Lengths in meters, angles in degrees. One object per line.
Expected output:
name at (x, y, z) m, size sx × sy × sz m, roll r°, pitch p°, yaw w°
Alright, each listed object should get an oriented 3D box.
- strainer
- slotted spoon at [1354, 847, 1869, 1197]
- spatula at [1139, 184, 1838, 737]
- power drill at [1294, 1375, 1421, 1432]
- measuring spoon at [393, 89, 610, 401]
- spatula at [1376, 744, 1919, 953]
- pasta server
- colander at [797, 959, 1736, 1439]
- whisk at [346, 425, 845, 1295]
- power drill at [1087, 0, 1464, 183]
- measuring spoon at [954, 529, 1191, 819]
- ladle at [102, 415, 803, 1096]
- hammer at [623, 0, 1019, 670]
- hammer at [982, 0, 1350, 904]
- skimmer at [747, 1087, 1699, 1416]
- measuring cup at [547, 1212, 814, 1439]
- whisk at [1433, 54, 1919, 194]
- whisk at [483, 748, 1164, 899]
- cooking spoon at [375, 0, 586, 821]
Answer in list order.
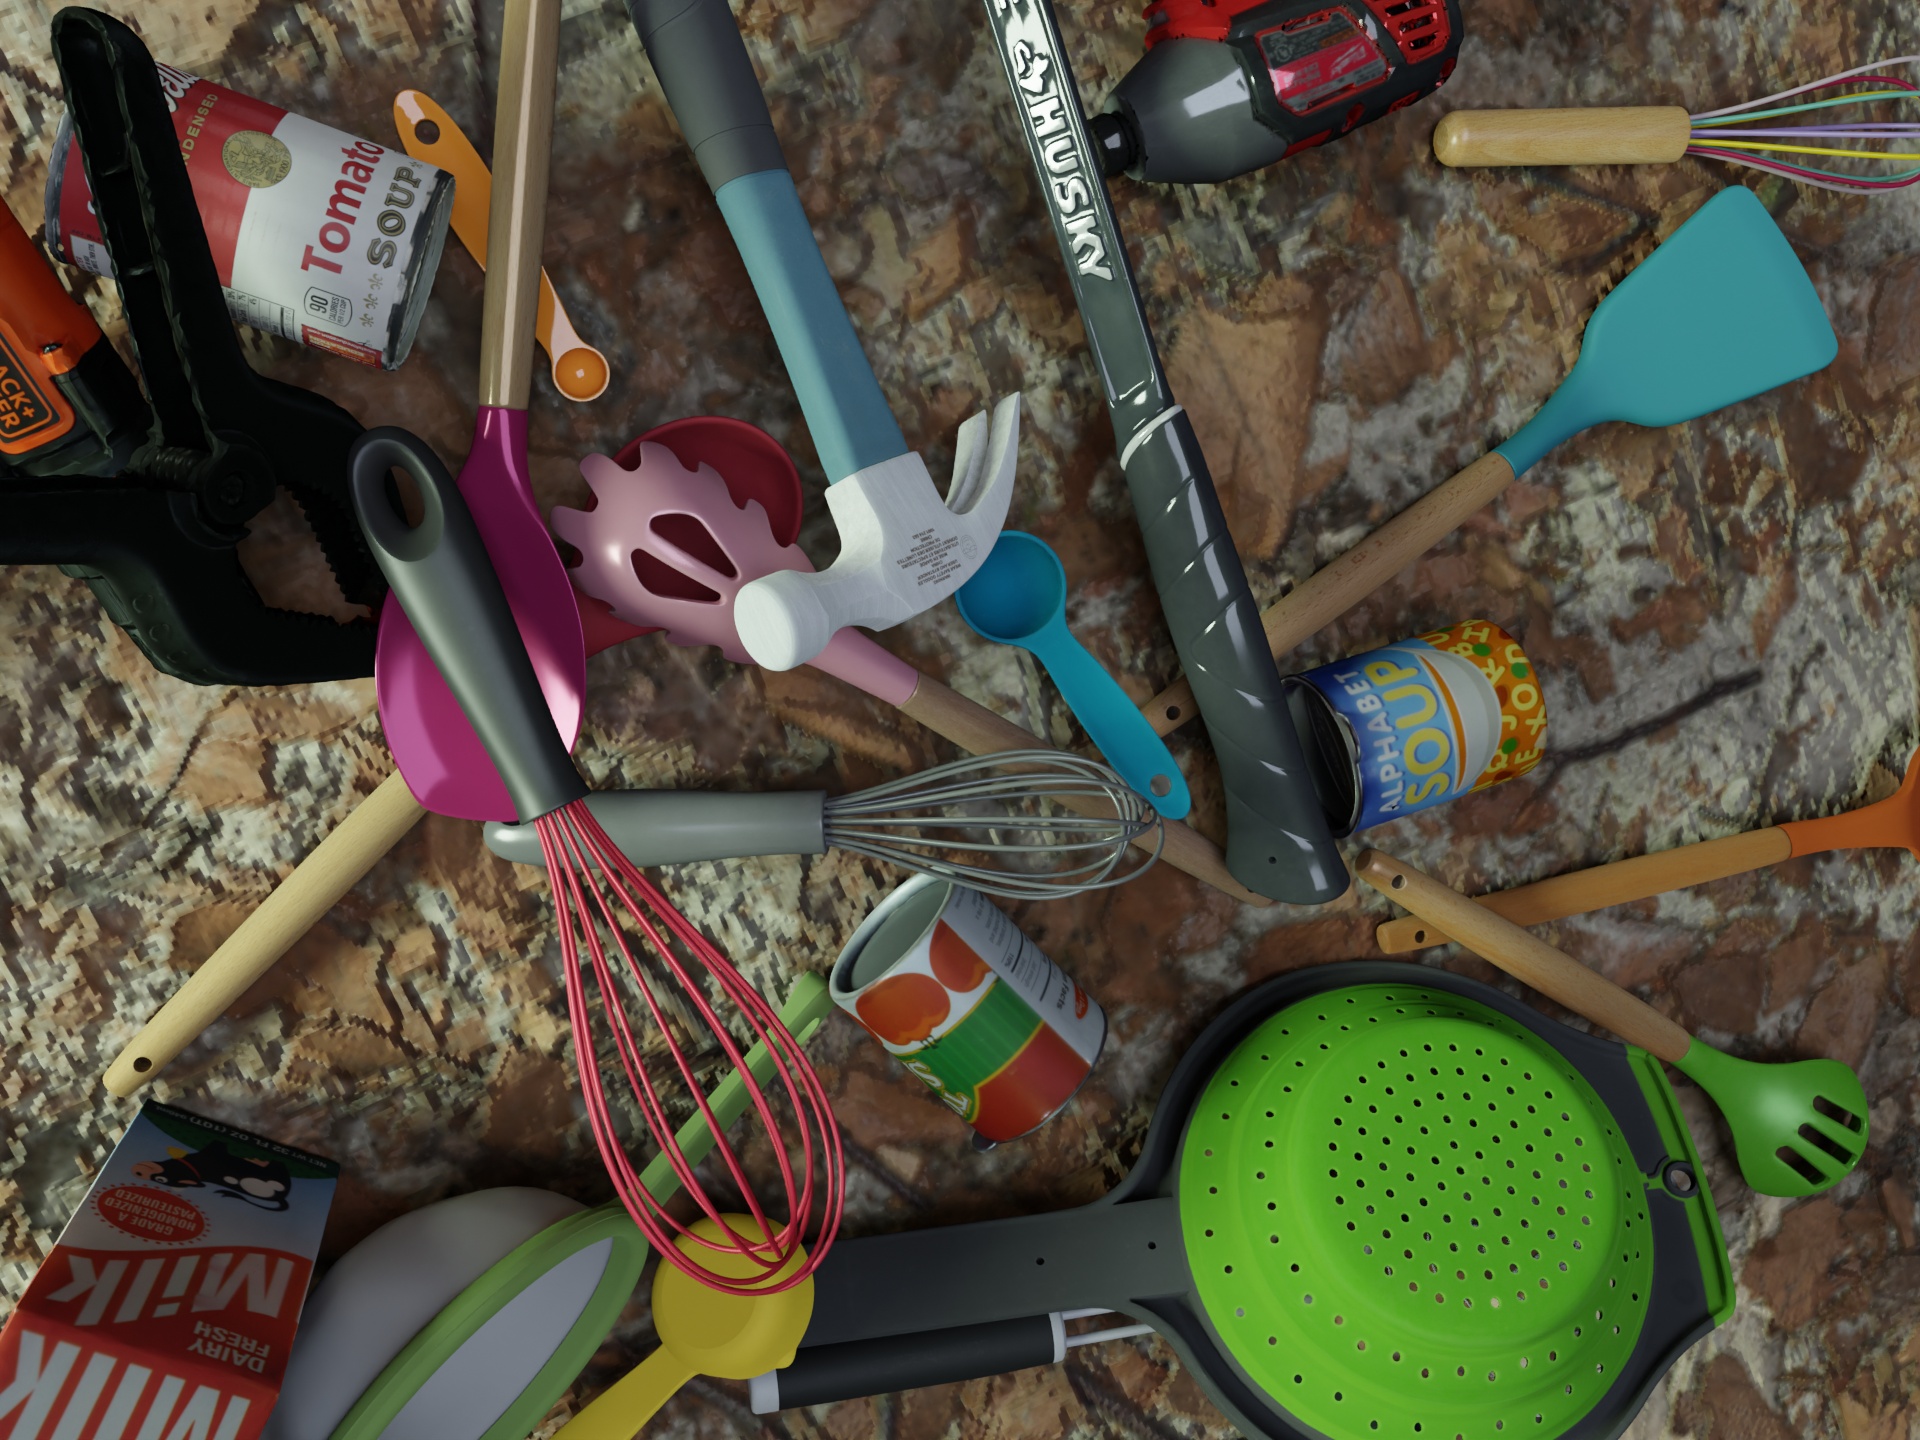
strainer at (-0.148, 0.171, 0.553) m, size 0.069 × 0.151 × 0.256 m, roll 35°, pitch 65°, yaw 17°
slotted spoon at (0.285, 0.130, 0.675) m, size 0.313 × 0.031 × 0.070 m, roll 30°, pitch 95°, yaw -19°
spatula at (0.198, -0.088, 0.626) m, size 0.317 × 0.044 × 0.082 m, roll -36°, pitch 100°, yaw -6°
power drill at (0.085, 0.378, 0.642) m, size 0.228 × 0.080 × 0.190 m, roll -5°, pitch 99°, yaw -17°
measuring spoon at (-0.156, -0.161, 0.542) m, size 0.021 × 0.011 × 0.117 m, roll -33°, pitch 101°, yaw -6°
spatula at (0.329, 0.057, 0.692) m, size 0.322 × 0.041 × 0.081 m, roll -12°, pitch 100°, yaw -9°
pasta server at (-0.001, -0.002, 0.578) m, size 0.316 × 0.040 × 0.060 m, roll 30°, pitch 95°, yaw -27°
colander at (0.088, 0.182, 0.571) m, size 0.397 × 0.094 × 0.205 m, roll -7°, pitch 63°, yaw -2°
whisk at (-0.116, 0.044, 0.494) m, size 0.073 × 0.073 × 0.296 m, roll -26°, pitch 93°, yaw -10°
power drill at (0.078, -0.302, 0.552) m, size 0.143 × 0.079 × 0.219 m, roll -26°, pitch 106°, yaw -10°
measuring spoon at (0.044, -0.015, 0.597) m, size 0.042 × 0.021 × 0.128 m, roll -38°, pitch 94°, yaw -3°
ladle at (-0.177, 0.014, 0.550) m, size 0.315 × 0.031 × 0.069 m, roll -45°, pitch 110°, yaw -3°
hammer at (-0.075, -0.188, 0.520) m, size 0.128 × 0.033 × 0.331 m, roll -26°, pitch 95°, yaw -38°
hammer at (0.065, -0.119, 0.552) m, size 0.036 × 0.149 × 0.408 m, roll -41°, pitch 115°, yaw -53°
skimmer at (0.100, 0.225, 0.618) m, size 0.363 × 0.090 × 0.127 m, roll -5°, pitch 69°, yaw -12°
measuring cup at (-0.120, 0.239, 0.569) m, size 0.156 × 0.062 × 0.029 m, roll -43°, pitch 150°, yaw -3°
whisk at (0.305, -0.237, 0.641) m, size 0.245 × 0.051 × 0.047 m, roll -5°, pitch 78°, yaw -10°
whisk at (-0.049, 0.038, 0.554) m, size 0.239 × 0.055 × 0.055 m, roll -2°, pitch 98°, yaw 3°
cooking spoon at (-0.141, -0.124, 0.500) m, size 0.069 × 0.017 × 0.319 m, roll 7°, pitch 99°, yaw 1°
